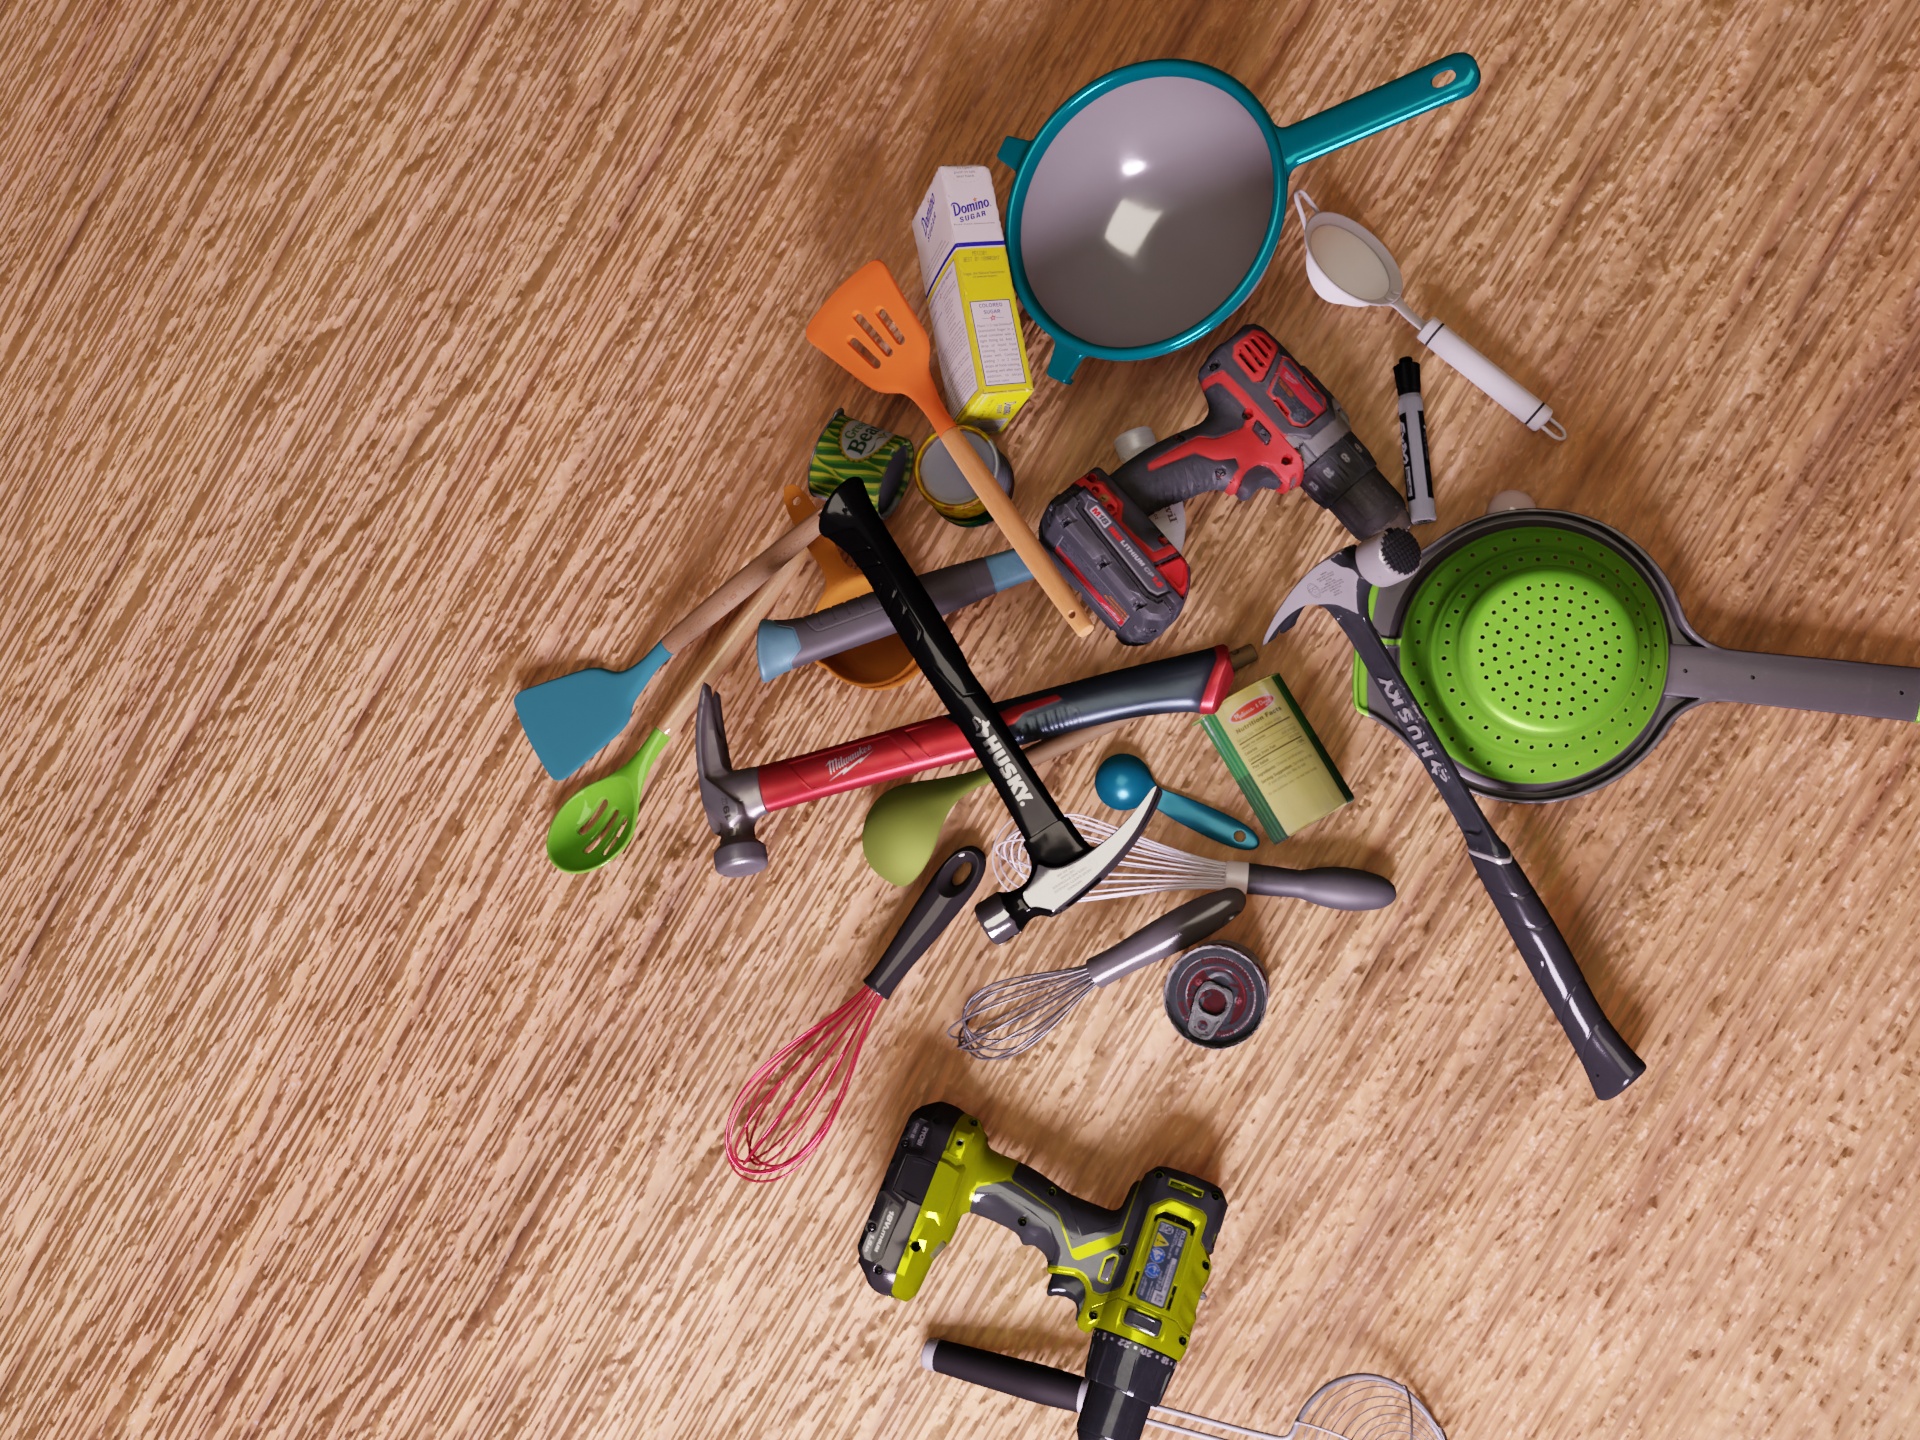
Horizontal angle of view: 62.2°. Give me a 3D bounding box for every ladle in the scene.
[{"bbox_3d":[0.073,0.027,1.158,0.320,0.078,0.062,-25,123,1],"label":"ladle"}]

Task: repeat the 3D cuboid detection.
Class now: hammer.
[{"bbox_3d":[0.338,0.072,1.059,0.036,0.149,0.409,-30,91,-28],"label":"hammer"},{"bbox_3d":[-0.002,-0.004,1.120,0.386,0.038,0.143,-15,70,10],"label":"hammer"},{"bbox_3d":[0.002,-0.027,1.080,0.146,0.035,0.335,-33,75,6],"label":"hammer"},{"bbox_3d":[0.007,-0.102,1.147,0.331,0.033,0.128,-20,83,-6],"label":"hammer"}]

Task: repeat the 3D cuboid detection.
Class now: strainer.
[{"bbox_3d":[0.199,-0.371,1.118,0.340,0.095,0.211,-17,79,26],"label":"strainer"},{"bbox_3d":[0.327,-0.281,1.133,0.258,0.050,0.087,41,50,8],"label":"strainer"}]

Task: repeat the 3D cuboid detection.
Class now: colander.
[{"bbox_3d":[0.464,-0.035,1.044,0.397,0.094,0.204,7,91,11],"label":"colander"}]

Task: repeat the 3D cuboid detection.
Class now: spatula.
[{"bbox_3d":[0.000,-0.187,1.127,0.081,0.041,0.323,-41,68,19],"label":"spatula"},{"bbox_3d":[-0.210,-0.070,1.208,0.317,0.044,0.082,-37,73,22],"label":"spatula"}]

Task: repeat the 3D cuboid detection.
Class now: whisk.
[{"bbox_3d":[0.094,0.176,1.118,0.239,0.055,0.055,-30,79,16],"label":"whisk"},{"bbox_3d":[0.163,0.109,1.125,0.284,0.070,0.070,6,86,9],"label":"whisk"},{"bbox_3d":[-0.074,0.213,1.166,0.073,0.073,0.296,36,87,13],"label":"whisk"}]

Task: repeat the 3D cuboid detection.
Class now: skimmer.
[{"bbox_3d":[0.150,0.486,1.098,0.363,0.090,0.127,6,65,23],"label":"skimmer"}]

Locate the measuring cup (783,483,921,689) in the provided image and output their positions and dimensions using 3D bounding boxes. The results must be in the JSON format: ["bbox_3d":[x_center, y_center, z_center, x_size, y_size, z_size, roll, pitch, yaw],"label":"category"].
[{"bbox_3d":[-0.083,-0.101,1.200,0.095,0.052,0.174,-32,77,8],"label":"measuring cup"}]

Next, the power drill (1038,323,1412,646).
[{"bbox_3d":[0.188,-0.148,1.113,0.227,0.080,0.188,-40,86,-12],"label":"power drill"}]

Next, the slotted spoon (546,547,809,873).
[{"bbox_3d":[-0.213,-0.011,1.232,0.070,0.031,0.314,37,91,28],"label":"slotted spoon"}]

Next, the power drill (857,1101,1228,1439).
[{"bbox_3d":[0.051,0.377,1.089,0.228,0.080,0.191,18,68,14],"label":"power drill"}]

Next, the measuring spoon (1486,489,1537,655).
[{"bbox_3d":[0.387,-0.102,1.112,0.034,0.018,0.124,0,84,12],"label":"measuring spoon"}]

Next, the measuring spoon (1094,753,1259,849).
[{"bbox_3d":[0.155,0.062,1.145,0.129,0.021,0.042,25,90,15],"label":"measuring spoon"}]
